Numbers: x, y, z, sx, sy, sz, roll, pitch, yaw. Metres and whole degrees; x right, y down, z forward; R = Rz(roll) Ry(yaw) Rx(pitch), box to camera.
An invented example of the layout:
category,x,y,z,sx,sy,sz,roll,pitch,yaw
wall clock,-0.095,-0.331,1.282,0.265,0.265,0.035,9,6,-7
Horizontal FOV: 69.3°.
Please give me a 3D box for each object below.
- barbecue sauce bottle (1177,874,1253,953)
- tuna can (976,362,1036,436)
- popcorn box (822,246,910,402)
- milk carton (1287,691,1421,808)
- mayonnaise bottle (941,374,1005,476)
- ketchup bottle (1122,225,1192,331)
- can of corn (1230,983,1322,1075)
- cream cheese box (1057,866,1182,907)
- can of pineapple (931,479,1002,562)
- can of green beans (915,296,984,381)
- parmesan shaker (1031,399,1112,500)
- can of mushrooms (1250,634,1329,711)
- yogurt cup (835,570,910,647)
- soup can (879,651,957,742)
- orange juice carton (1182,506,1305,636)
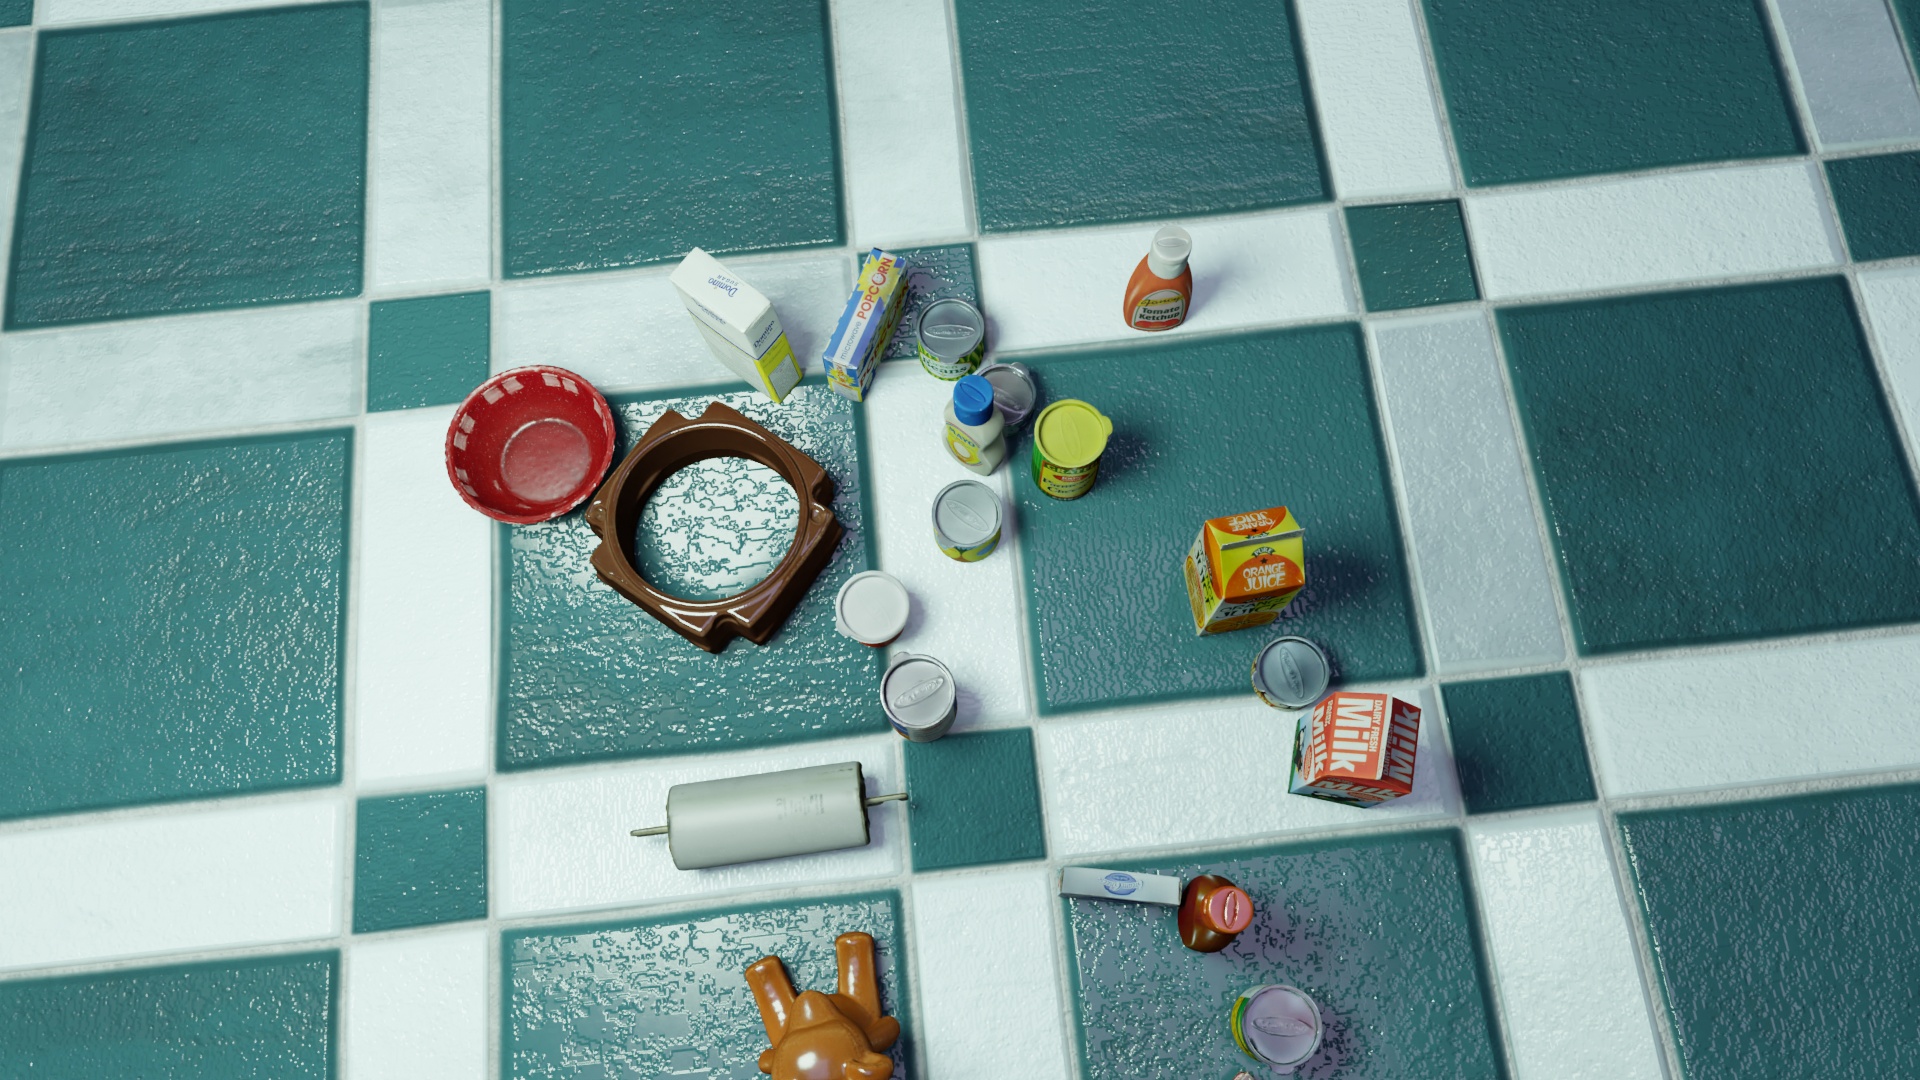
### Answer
category,x,y,z,sx,sy,sz,roll,pitch,yaw
barbecue sauce bottle,0.212,0.309,1.155,0.044,0.148,0.065,9,74,4
tuna can,0.042,-0.139,1.358,0.071,0.032,0.071,0,73,1
popcorn box,-0.091,-0.209,1.354,0.038,0.085,0.127,21,74,7
milk carton,0.335,0.177,1.172,0.073,0.190,0.072,11,74,4
mayonnaise bottle,0.012,-0.109,1.289,0.065,0.147,0.041,37,77,11
ketchup bottle,0.193,-0.250,1.329,0.065,0.148,0.043,-3,73,0
can of corn,0.265,0.411,1.170,0.071,0.058,0.071,0,73,1
cream cheese box,0.137,0.302,1.208,0.104,0.053,0.024,5,73,2
can of pineapple,0.005,-0.016,1.307,0.071,0.057,0.071,0,73,1
can of green beans,-0.010,-0.197,1.363,0.071,0.057,0.071,0,73,1
parmesan shaker,0.103,-0.083,1.303,0.071,0.102,0.071,0,73,1
can of mushrooms,0.299,0.123,1.272,0.071,0.033,0.071,0,73,1
yogurt cup,-0.079,0.067,1.284,0.072,0.053,0.072,0,73,1
soup can,-0.037,0.140,1.245,0.071,0.083,0.071,0,73,1
orange juice carton,0.249,0.024,1.220,0.072,0.192,0.073,-10,73,-2
